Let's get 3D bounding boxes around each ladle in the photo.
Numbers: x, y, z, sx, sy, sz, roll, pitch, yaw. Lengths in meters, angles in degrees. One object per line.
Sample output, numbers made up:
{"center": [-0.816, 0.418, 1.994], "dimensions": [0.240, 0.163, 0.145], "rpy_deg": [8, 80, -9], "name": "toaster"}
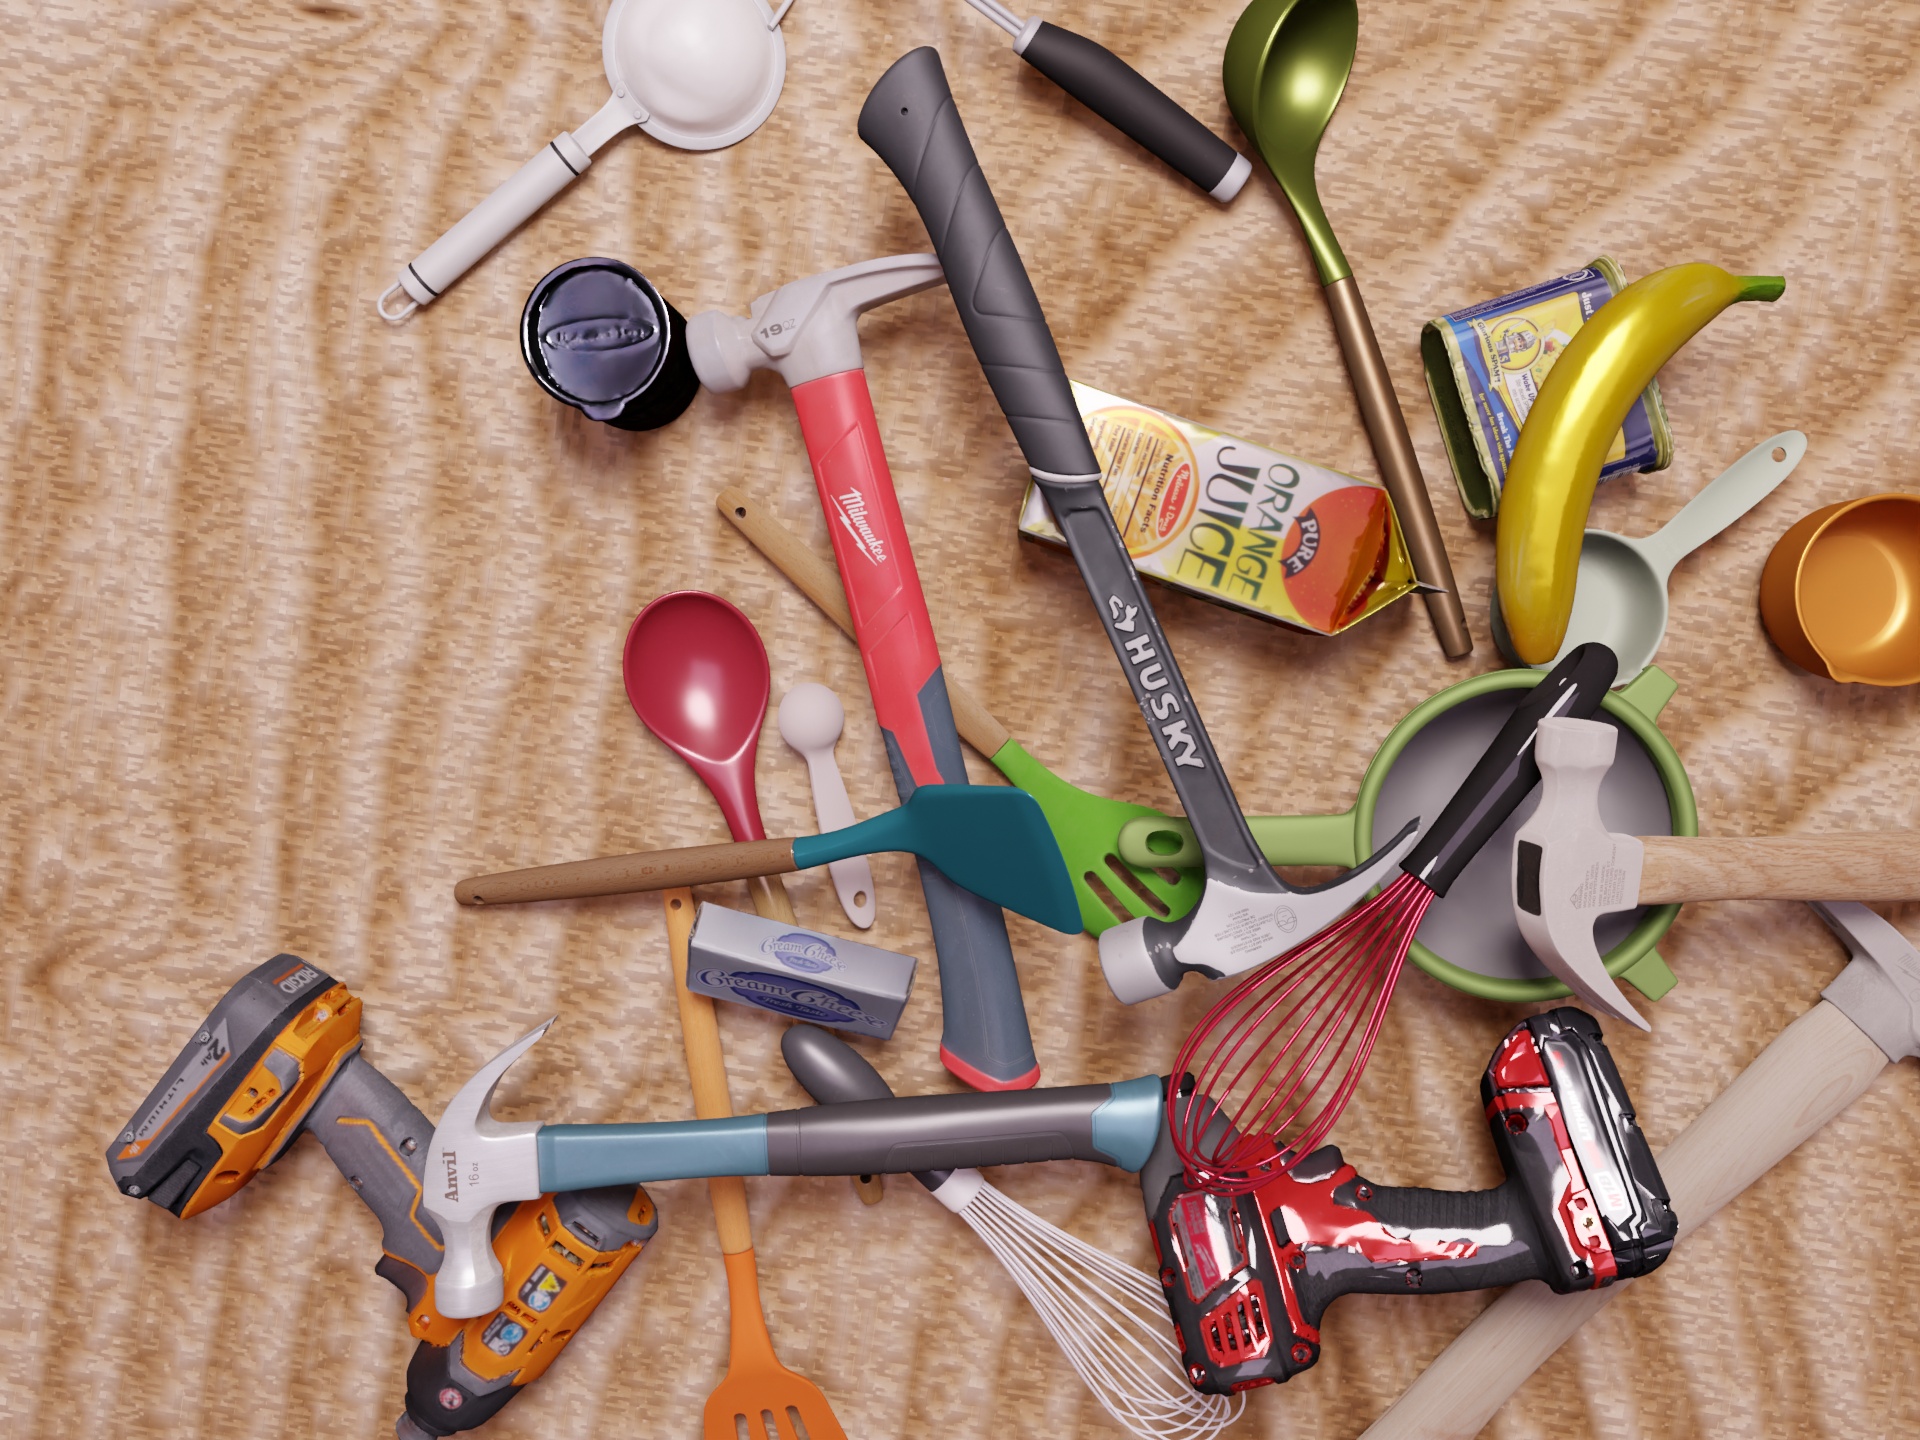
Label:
{"center": [-0.091, 0.089, 0.775], "dimensions": [0.069, 0.031, 0.315], "rpy_deg": [-18, 94, -4], "name": "ladle"}
{"center": [0.194, -0.183, 0.740], "dimensions": [0.078, 0.062, 0.320], "rpy_deg": [-25, 98, -40], "name": "ladle"}

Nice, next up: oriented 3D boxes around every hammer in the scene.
{"center": [0.057, -0.088, 0.670], "dimensions": [0.149, 0.036, 0.409], "rpy_deg": [-23, 91, 21], "name": "hammer"}
{"center": [0.388, 0.067, 0.705], "dimensions": [0.331, 0.031, 0.130], "rpy_deg": [1, 99, -19], "name": "hammer"}
{"center": [0.305, 0.252, 0.769], "dimensions": [0.146, 0.038, 0.410], "rpy_deg": [45, 94, 0], "name": "hammer"}
{"center": [-0.073, 0.192, 0.718], "dimensions": [0.331, 0.033, 0.128], "rpy_deg": [-3, 92, -3], "name": "hammer"}
{"center": [-0.009, -0.015, 0.735], "dimensions": [0.143, 0.038, 0.386], "rpy_deg": [-14, 96, 11], "name": "hammer"}

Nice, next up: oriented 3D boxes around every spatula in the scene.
{"center": [-0.113, 0.235, 0.787], "dimensions": [0.081, 0.041, 0.322], "rpy_deg": [-10, 89, 2], "name": "spatula"}
{"center": [-0.101, 0.070, 0.728], "dimensions": [0.317, 0.044, 0.082], "rpy_deg": [-8, 125, 19], "name": "spatula"}

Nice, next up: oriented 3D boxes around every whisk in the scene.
{"center": [0.187, 0.085, 0.689], "dimensions": [0.073, 0.073, 0.296], "rpy_deg": [38, 92, -1], "name": "whisk"}
{"center": [0.022, 0.244, 0.760], "dimensions": [0.284, 0.070, 0.070], "rpy_deg": [42, 93, -1], "name": "whisk"}

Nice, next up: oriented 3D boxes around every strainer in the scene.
{"center": [0.203, 0.052, 0.748], "dimensions": [0.256, 0.069, 0.151], "rpy_deg": [-2, 94, 8], "name": "strainer"}
{"center": [-0.177, -0.273, 0.753], "dimensions": [0.258, 0.050, 0.086], "rpy_deg": [-38, 106, 6], "name": "strainer"}

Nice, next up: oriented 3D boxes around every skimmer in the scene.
{"center": [-0.034, -0.332, 0.739], "dimensions": [0.363, 0.090, 0.127], "rpy_deg": [31, 50, -12], "name": "skimmer"}

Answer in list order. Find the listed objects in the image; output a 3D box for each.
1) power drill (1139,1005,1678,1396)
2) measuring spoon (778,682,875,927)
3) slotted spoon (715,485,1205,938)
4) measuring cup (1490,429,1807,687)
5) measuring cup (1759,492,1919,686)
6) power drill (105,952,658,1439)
{"center": [0.192, 0.210, 0.726], "dimensions": [0.219, 0.078, 0.143], "rpy_deg": [-17, 62, 6], "name": "power drill"}
{"center": [-0.058, 0.042, 0.770], "dimensions": [0.034, 0.018, 0.124], "rpy_deg": [-18, 97, -32], "name": "measuring spoon"}
{"center": [-0.001, -0.002, 0.768], "dimensions": [0.314, 0.031, 0.070], "rpy_deg": [43, 97, 0], "name": "slotted spoon"}
{"center": [0.324, -0.080, 0.751], "dimensions": [0.167, 0.038, 0.083], "rpy_deg": [-39, 92, 1], "name": "measuring cup"}
{"center": [0.457, -0.039, 0.742], "dimensions": [0.173, 0.052, 0.095], "rpy_deg": [30, 93, -2], "name": "measuring cup"}
{"center": [-0.282, 0.237, 0.763], "dimensions": [0.226, 0.084, 0.164], "rpy_deg": [37, 93, -5], "name": "power drill"}
